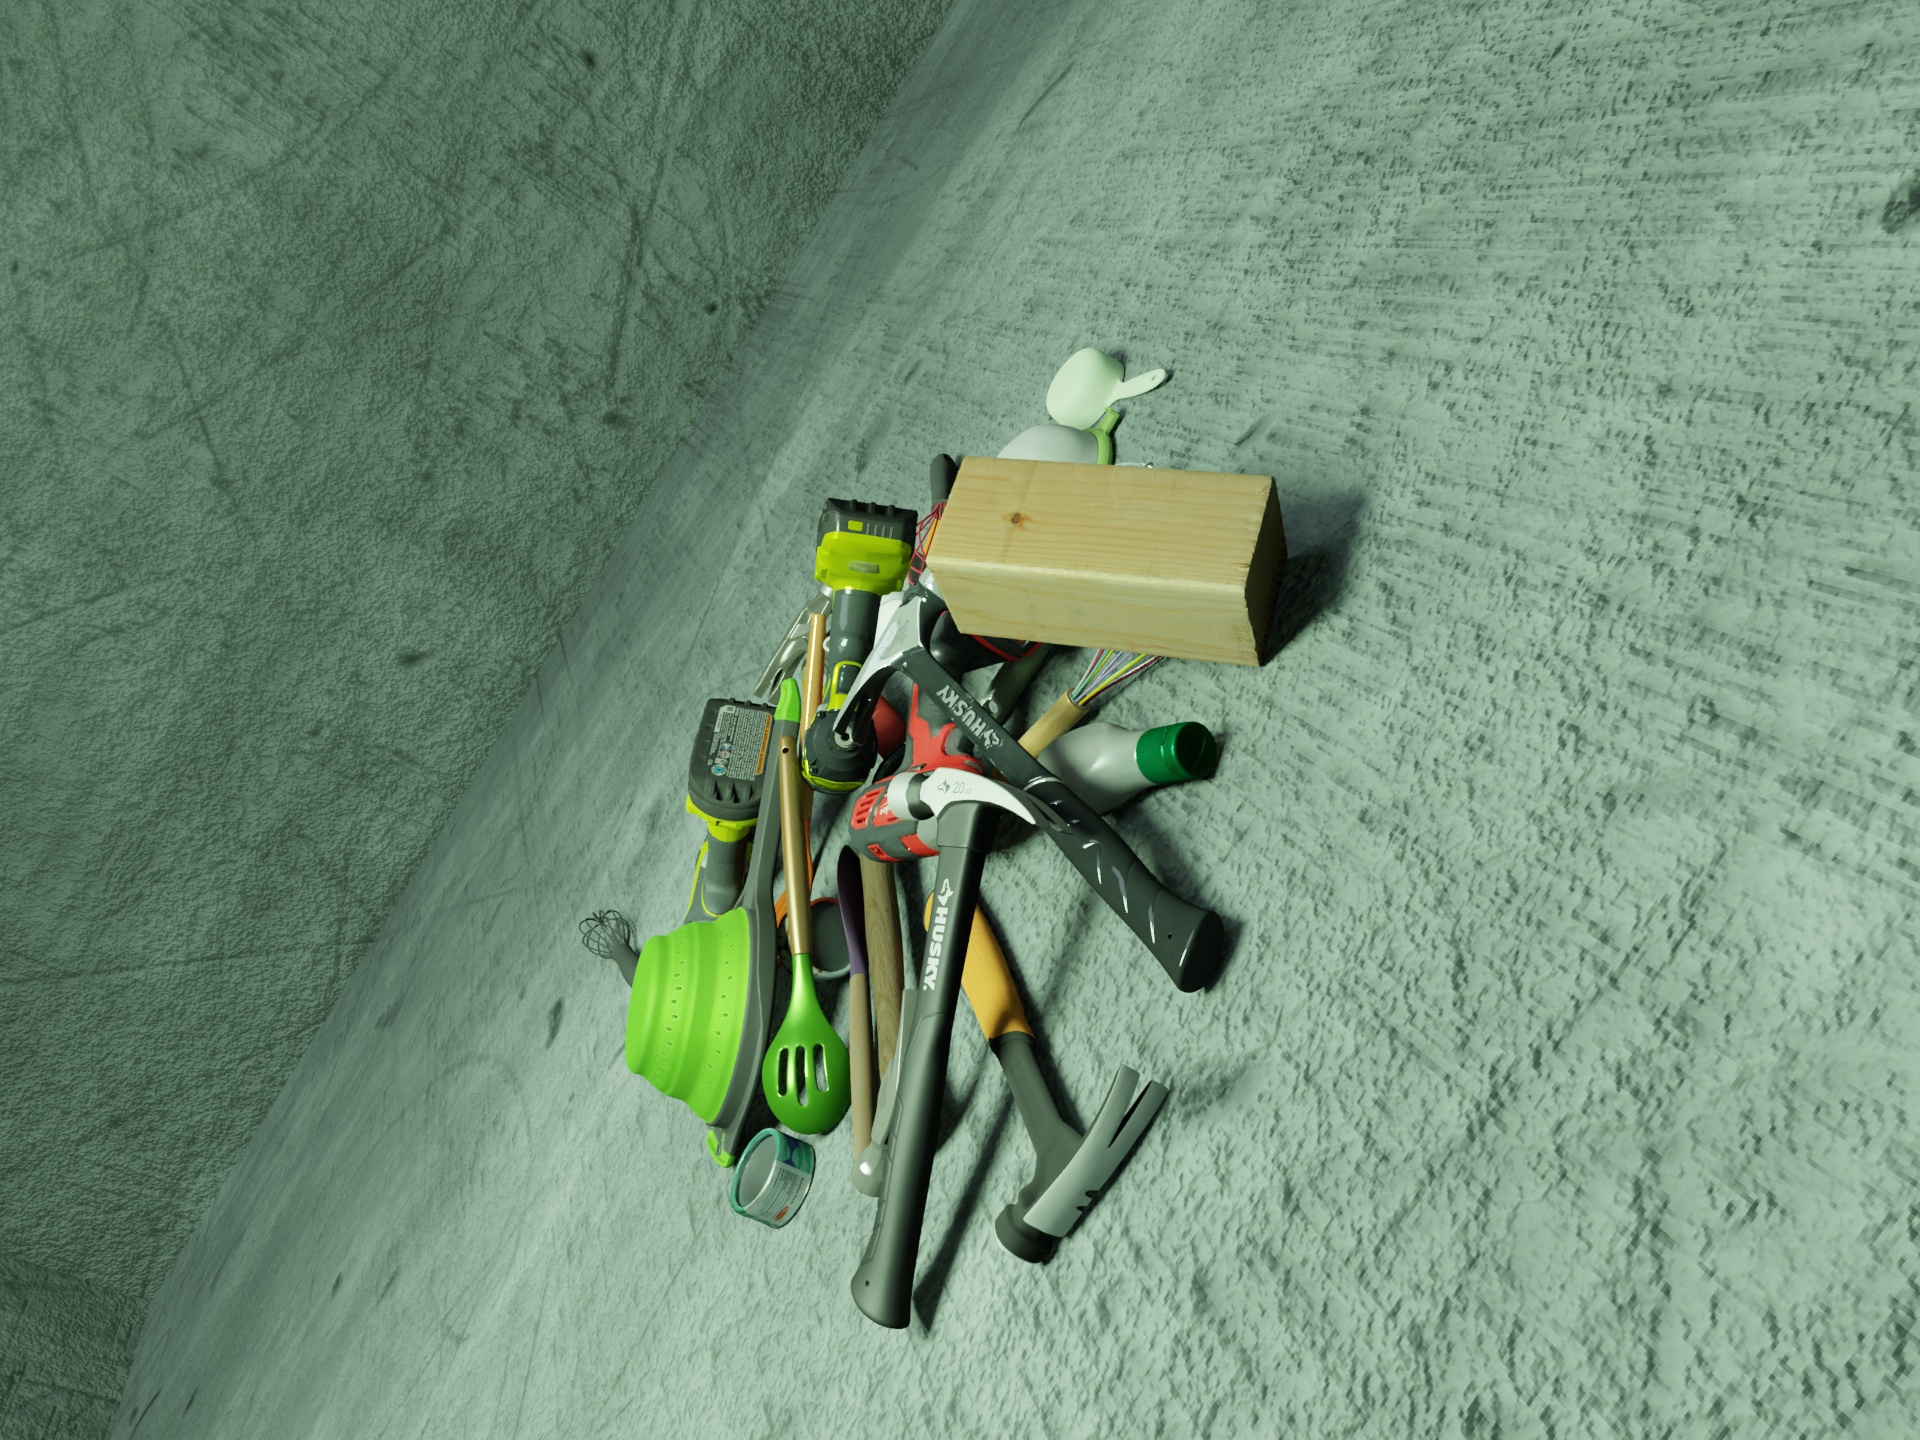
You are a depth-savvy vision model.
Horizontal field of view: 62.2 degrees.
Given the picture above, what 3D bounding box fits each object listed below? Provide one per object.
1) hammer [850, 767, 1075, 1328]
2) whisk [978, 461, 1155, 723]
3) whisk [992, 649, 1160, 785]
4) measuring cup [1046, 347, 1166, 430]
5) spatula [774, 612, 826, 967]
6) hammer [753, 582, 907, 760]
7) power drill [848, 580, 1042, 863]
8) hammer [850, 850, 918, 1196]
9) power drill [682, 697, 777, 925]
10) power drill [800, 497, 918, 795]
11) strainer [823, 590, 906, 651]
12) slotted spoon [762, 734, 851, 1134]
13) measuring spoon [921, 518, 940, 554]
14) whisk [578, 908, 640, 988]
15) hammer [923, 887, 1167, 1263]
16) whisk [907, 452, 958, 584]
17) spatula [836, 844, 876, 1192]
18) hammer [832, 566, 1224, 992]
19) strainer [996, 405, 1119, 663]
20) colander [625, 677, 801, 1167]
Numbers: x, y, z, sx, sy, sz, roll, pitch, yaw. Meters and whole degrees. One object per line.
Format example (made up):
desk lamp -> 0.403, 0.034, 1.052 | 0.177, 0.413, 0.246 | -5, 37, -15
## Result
hammer -> -0.015, 0.195, 0.969 | 0.146, 0.035, 0.335 | -1, 75, 49
whisk -> 0.083, -0.097, 1.249 | 0.246, 0.058, 0.059 | -57, -12, 13
whisk -> 0.098, -0.031, 1.134 | 0.245, 0.051, 0.047 | -48, 60, 37
measuring cup -> 0.127, -0.299, 1.399 | 0.083, 0.038, 0.168 | -63, 21, -8
spatula -> -0.149, 0.064, 1.437 | 0.081, 0.041, 0.322 | -165, 79, -66
hammer -> -0.098, -0.015, 1.449 | 0.149, 0.036, 0.359 | -58, 31, 10
power drill -> -0.002, -0.004, 1.177 | 0.143, 0.078, 0.220 | -15, 53, 46
hammer -> -0.053, 0.175, 1.154 | 0.332, 0.031, 0.130 | -101, 28, -58
power drill -> -0.213, 0.089, 1.490 | 0.191, 0.080, 0.228 | -86, 7, -46
power drill -> -0.086, -0.057, 1.281 | 0.171, 0.080, 0.223 | 132, 145, -79
strainer -> -0.019, -0.087, 1.344 | 0.258, 0.050, 0.087 | -18, 54, 45
slotted spoon -> -0.125, 0.156, 1.220 | 0.070, 0.031, 0.314 | -10, 66, 9
measuring spoon -> -0.037, -0.177, 1.619 | 0.021, 0.011, 0.117 | -18, 46, 57
whisk -> -0.373, 0.254, 1.741 | 0.055, 0.055, 0.239 | -61, 27, -4
hammer -> 0.031, 0.186, 1.013 | 0.127, 0.034, 0.337 | -55, 23, 11
whisk -> -0.018, -0.197, 1.550 | 0.073, 0.073, 0.296 | -48, 20, 24
spatula -> -0.076, 0.213, 1.192 | 0.018, 0.059, 0.316 | -24, 39, 15
hammer -> 0.039, 0.039, 1.026 | 0.149, 0.036, 0.409 | -53, 41, 9
strainer -> 0.048, -0.162, 1.356 | 0.151, 0.069, 0.257 | -32, 34, 48
colander -> -0.204, 0.154, 1.299 | 0.204, 0.094, 0.397 | 170, 109, -72
